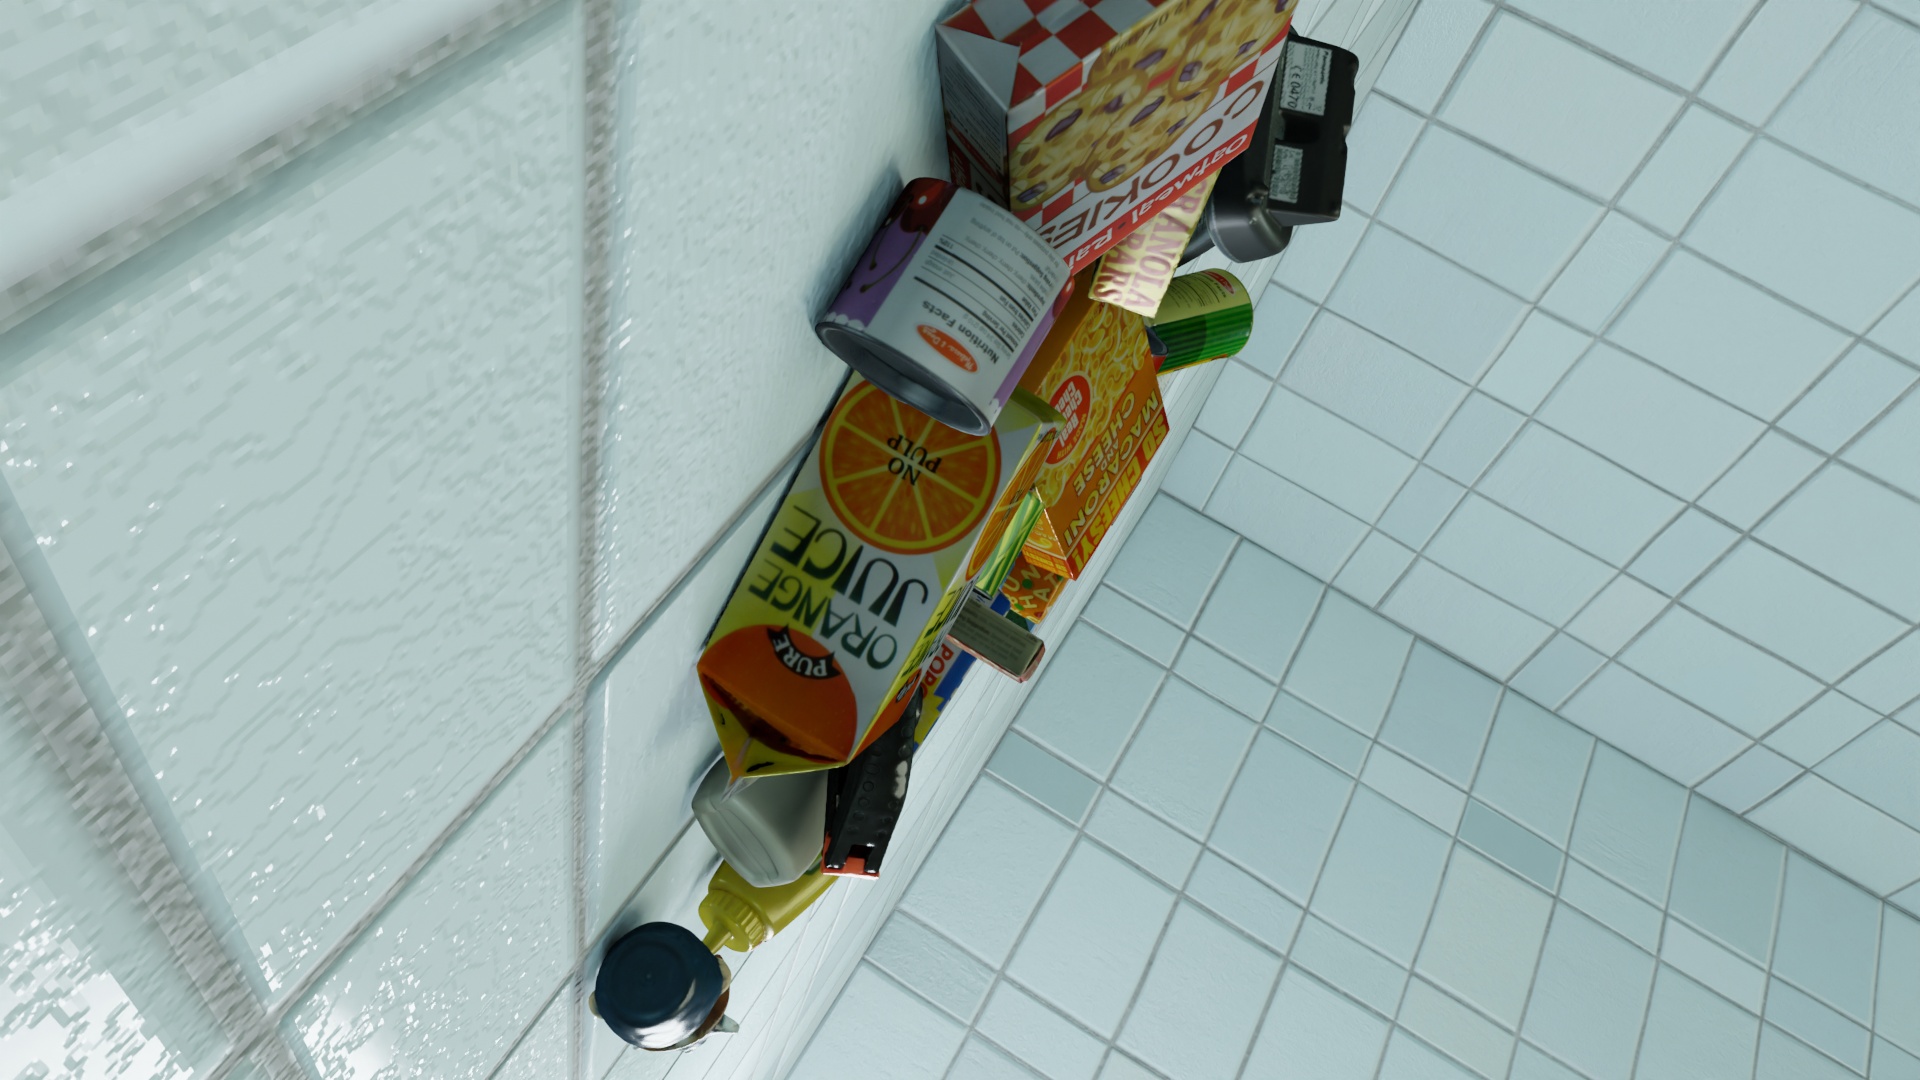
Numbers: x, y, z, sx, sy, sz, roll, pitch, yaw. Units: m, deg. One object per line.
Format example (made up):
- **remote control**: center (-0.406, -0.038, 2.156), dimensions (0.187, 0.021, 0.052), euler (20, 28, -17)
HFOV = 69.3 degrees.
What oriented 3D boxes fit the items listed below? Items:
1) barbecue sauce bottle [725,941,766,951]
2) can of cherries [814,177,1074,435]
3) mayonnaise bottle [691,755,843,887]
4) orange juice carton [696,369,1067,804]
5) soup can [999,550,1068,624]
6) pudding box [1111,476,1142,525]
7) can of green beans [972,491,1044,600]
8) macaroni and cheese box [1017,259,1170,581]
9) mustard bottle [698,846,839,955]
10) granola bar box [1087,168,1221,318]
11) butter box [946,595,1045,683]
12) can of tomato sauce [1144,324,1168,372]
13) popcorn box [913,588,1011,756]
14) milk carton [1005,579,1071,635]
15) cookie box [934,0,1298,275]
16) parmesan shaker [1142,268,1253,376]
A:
- **barbecue sauce bottle**: center (-0.113, 0.216, 0.918), dimensions (0.064, 0.044, 0.149), euler (-63, 170, 24)
- **can of cherries**: center (-0.006, -0.076, 0.456), dimensions (0.058, 0.071, 0.071), euler (-60, 172, -6)
- **mayonnaise bottle**: center (-0.073, 0.100, 0.694), dimensions (0.041, 0.064, 0.149), euler (-19, -158, 35)
- **orange juice carton**: center (-0.038, 0.017, 0.551), dimensions (0.192, 0.073, 0.072), euler (-61, 172, 10)
- **soup can**: center (0.029, 0.008, 0.891), dimensions (0.071, 0.084, 0.071), euler (-57, 172, -13)
- **pudding box**: center (0.091, -0.053, 1.050), dimensions (0.050, 0.084, 0.030), euler (-56, 168, -20)
- **can of green beans**: center (0.003, -0.009, 0.731), dimensions (0.058, 0.071, 0.071), euler (-59, 172, -4)
- **macaroni and cheese box**: center (0.064, -0.070, 0.792), dimensions (0.124, 0.040, 0.165), euler (-57, 151, -19)
- **mustard bottle**: center (-0.105, 0.189, 0.805), dimensions (0.161, 0.065, 0.048), euler (-48, 171, -38)
- **granola bar box**: center (0.108, -0.206, 0.662), dimensions (0.164, 0.039, 0.125), euler (108, -1, -59)
- **butter box**: center (-0.005, 0.038, 0.723), dimensions (0.024, 0.103, 0.053), euler (-58, 172, -6)
- **can of tomato sauce**: center (0.088, -0.104, 0.911), dimensions (0.082, 0.071, 0.071), euler (-62, 171, 24)
- **popcorn box**: center (-0.033, 0.078, 0.809), dimensions (0.085, 0.038, 0.127), euler (-21, -150, 56)
- **milk carton**: center (0.064, 0.002, 1.125), dimensions (0.191, 0.072, 0.073), euler (-55, 171, -20)
- **cookie box**: center (0.055, -0.155, 0.485), dimensions (0.123, 0.040, 0.167), euler (-36, 169, -5)
- **parmesan shaker**: center (0.146, -0.153, 0.982), dimensions (0.103, 0.071, 0.071), euler (-19, 147, -36)
